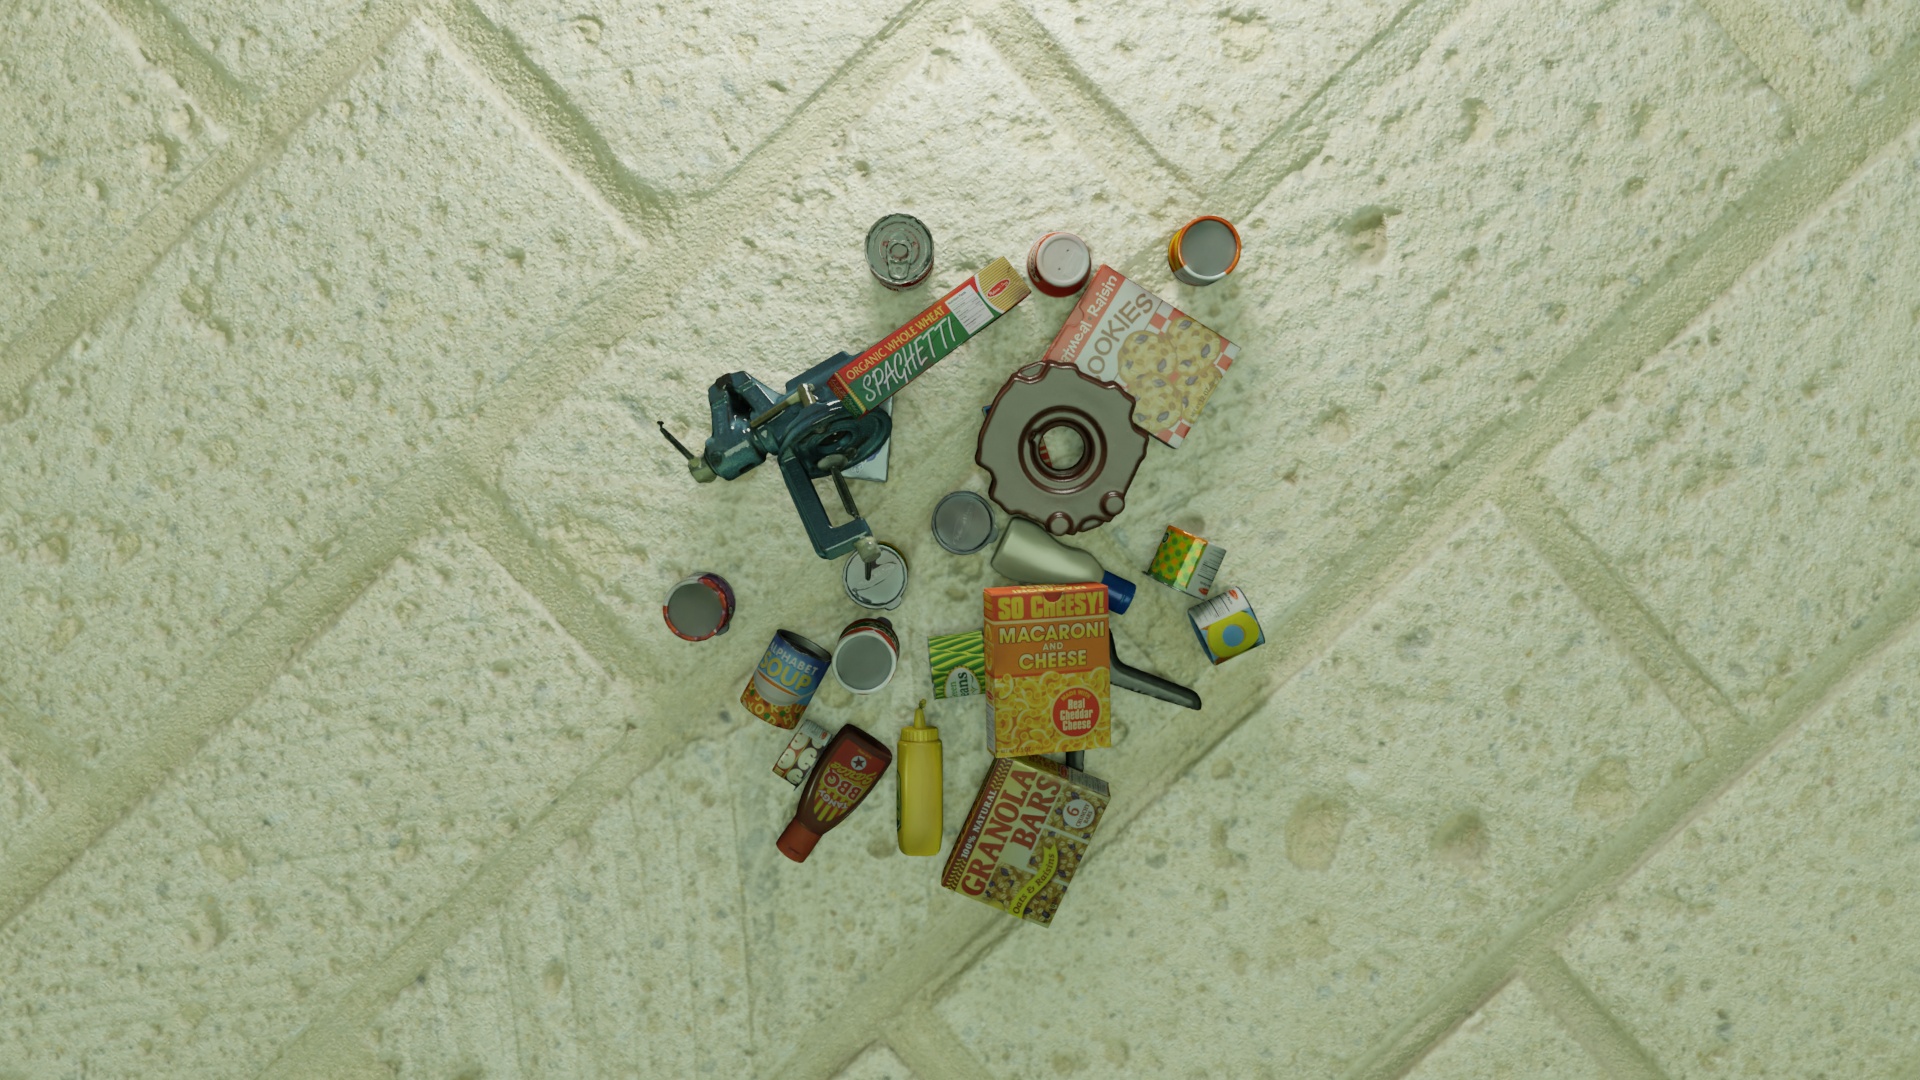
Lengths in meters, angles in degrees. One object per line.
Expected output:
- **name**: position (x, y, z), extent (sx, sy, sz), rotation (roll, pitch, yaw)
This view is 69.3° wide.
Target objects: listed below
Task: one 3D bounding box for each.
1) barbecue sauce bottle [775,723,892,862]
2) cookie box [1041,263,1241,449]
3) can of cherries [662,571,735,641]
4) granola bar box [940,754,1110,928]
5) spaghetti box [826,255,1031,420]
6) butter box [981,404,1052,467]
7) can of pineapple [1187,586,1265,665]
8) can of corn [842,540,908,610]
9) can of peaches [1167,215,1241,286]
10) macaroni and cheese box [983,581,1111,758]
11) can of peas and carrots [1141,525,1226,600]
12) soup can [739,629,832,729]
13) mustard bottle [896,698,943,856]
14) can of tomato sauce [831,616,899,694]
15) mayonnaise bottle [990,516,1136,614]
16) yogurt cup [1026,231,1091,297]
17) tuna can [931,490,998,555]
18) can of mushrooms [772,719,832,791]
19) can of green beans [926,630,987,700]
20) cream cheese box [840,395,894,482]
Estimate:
- **barbecue sauce bottle**: position (-0.137, 0.268, 1.455), extent (0.065, 0.044, 0.148), rotation (35, 94, -12)
- **cookie box**: position (0.183, -0.188, 1.427), extent (0.167, 0.040, 0.123), rotation (31, 94, -3)
- **can of cherries**: position (-0.267, 0.070, 1.431), extent (0.071, 0.058, 0.071), rotation (0, 94, 0)
- **granola bar box**: position (0.067, 0.308, 1.450), extent (0.124, 0.039, 0.165), rotation (22, 104, -2)
- **spaghetti box**: position (-0.028, -0.201, 1.363), extent (0.251, 0.028, 0.050), rotation (-40, 94, -32)
- **butter box**: position (0.062, -0.097, 1.440), extent (0.053, 0.024, 0.103), rotation (-18, 94, 1)
- **can of pineapple**: position (0.275, 0.090, 1.437), extent (0.058, 0.071, 0.071), rotation (-25, 95, 2)
- **can of corn**: position (-0.085, 0.037, 1.431), extent (0.071, 0.058, 0.071), rotation (0, 95, -1)
- **can of peaches**: position (0.248, -0.296, 1.411), extent (0.071, 0.058, 0.071), rotation (0, 95, -1)
- **macaroni and cheese box**: position (0.088, 0.129, 1.398), extent (0.124, 0.040, 0.166), rotation (-3, 97, -14)
- **can of peas and carrots**: position (0.231, 0.022, 1.432), extent (0.071, 0.071, 0.058), rotation (24, 94, -3)
- **soup can**: position (-0.180, 0.143, 1.431), extent (0.071, 0.071, 0.083), rotation (29, 94, -3)
- **mustard bottle**: position (-0.043, 0.245, 1.448), extent (0.049, 0.065, 0.160), rotation (0, 89, -6)
- **can of tomato sauce**: position (-0.095, 0.117, 1.424), extent (0.071, 0.083, 0.071), rotation (0, 95, -1)
- **mayonnaise bottle**: position (0.109, 0.031, 1.443), extent (0.148, 0.041, 0.064), rotation (25, 95, -4)
- **yogurt cup**: position (0.102, -0.283, 1.412), extent (0.072, 0.054, 0.072), rotation (0, 95, -1)
- **tuna can**: position (0.005, -0.018, 1.441), extent (0.071, 0.033, 0.071), rotation (0, 95, -1)
- **can of mushrooms**: position (-0.165, 0.222, 1.440), extent (0.033, 0.071, 0.071), rotation (34, 93, -3)
- **can of green beans**: position (-0.002, 0.129, 1.435), extent (0.058, 0.071, 0.071), rotation (-7, 95, 0)
- **cream cheese box**: position (-0.098, -0.114, 1.436), extent (0.053, 0.024, 0.103), rotation (5, 94, -2)
